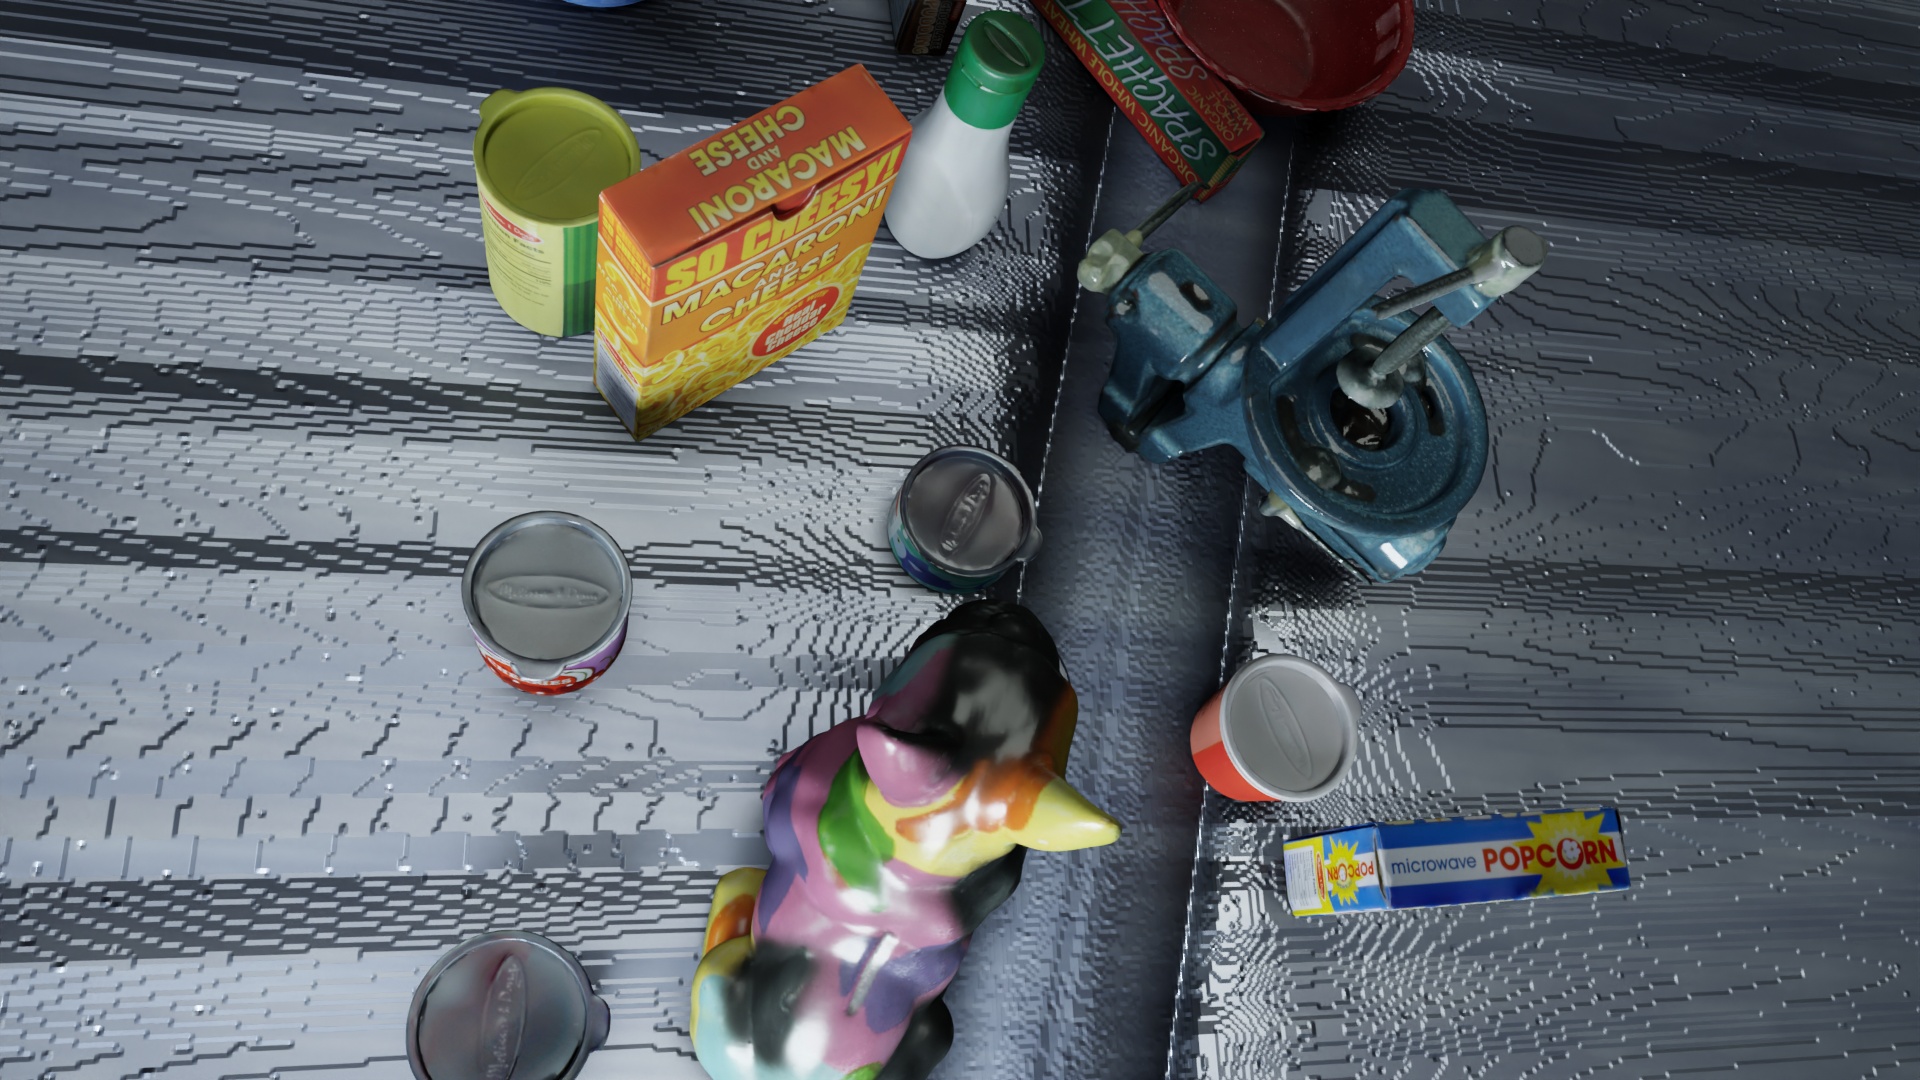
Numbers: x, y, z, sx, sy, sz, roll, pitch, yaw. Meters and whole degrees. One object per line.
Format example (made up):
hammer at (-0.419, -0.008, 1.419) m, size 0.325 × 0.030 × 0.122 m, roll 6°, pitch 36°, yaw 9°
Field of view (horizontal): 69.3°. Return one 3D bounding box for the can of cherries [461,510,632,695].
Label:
can of cherries at (-0.173, 0.030, 0.583) m, size 0.071 × 0.058 × 0.071 m, roll 5°, pitch 71°, yaw -14°

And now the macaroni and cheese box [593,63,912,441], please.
macaroni and cheese box at (-0.094, -0.117, 0.597) m, size 0.124 × 0.166 × 0.040 m, roll -35°, pitch 84°, yaw -23°

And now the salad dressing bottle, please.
salad dressing bottle at (0.001, -0.189, 0.658) m, size 0.044 × 0.147 × 0.064 m, roll -40°, pitch 86°, yaw -23°

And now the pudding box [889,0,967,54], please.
pudding box at (-0.021, -0.311, 0.748) m, size 0.030 × 0.049 × 0.084 m, roll -3°, pitch 73°, yaw -16°

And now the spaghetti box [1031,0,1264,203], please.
spaghetti box at (0.073, -0.297, 0.769) m, size 0.029 × 0.050 × 0.250 m, roll -36°, pitch 84°, yaw -23°

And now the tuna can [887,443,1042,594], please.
tuna can at (0.002, -0.008, 0.659) m, size 0.071 × 0.032 × 0.071 m, roll 5°, pitch 70°, yaw -14°

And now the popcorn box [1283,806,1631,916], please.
popcorn box at (0.225, 0.148, 0.638) m, size 0.127 × 0.085 × 0.038 m, roll 0°, pitch 72°, yaw -16°

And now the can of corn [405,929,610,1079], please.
can of corn at (-0.171, 0.184, 0.530) m, size 0.071 × 0.058 × 0.071 m, roll 5°, pitch 71°, yaw -14°

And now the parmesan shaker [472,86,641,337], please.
parmesan shaker at (-0.180, -0.145, 0.617) m, size 0.071 × 0.102 × 0.071 m, roll 5°, pitch 71°, yaw -14°

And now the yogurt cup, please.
yogurt cup at (0.143, 0.092, 0.652) m, size 0.072 × 0.053 × 0.072 m, roll 5°, pitch 71°, yaw -14°

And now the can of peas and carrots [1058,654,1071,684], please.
can of peas and carrots at (0.008, 0.075, 0.617) m, size 0.071 × 0.058 × 0.071 m, roll 5°, pitch 71°, yaw -14°
